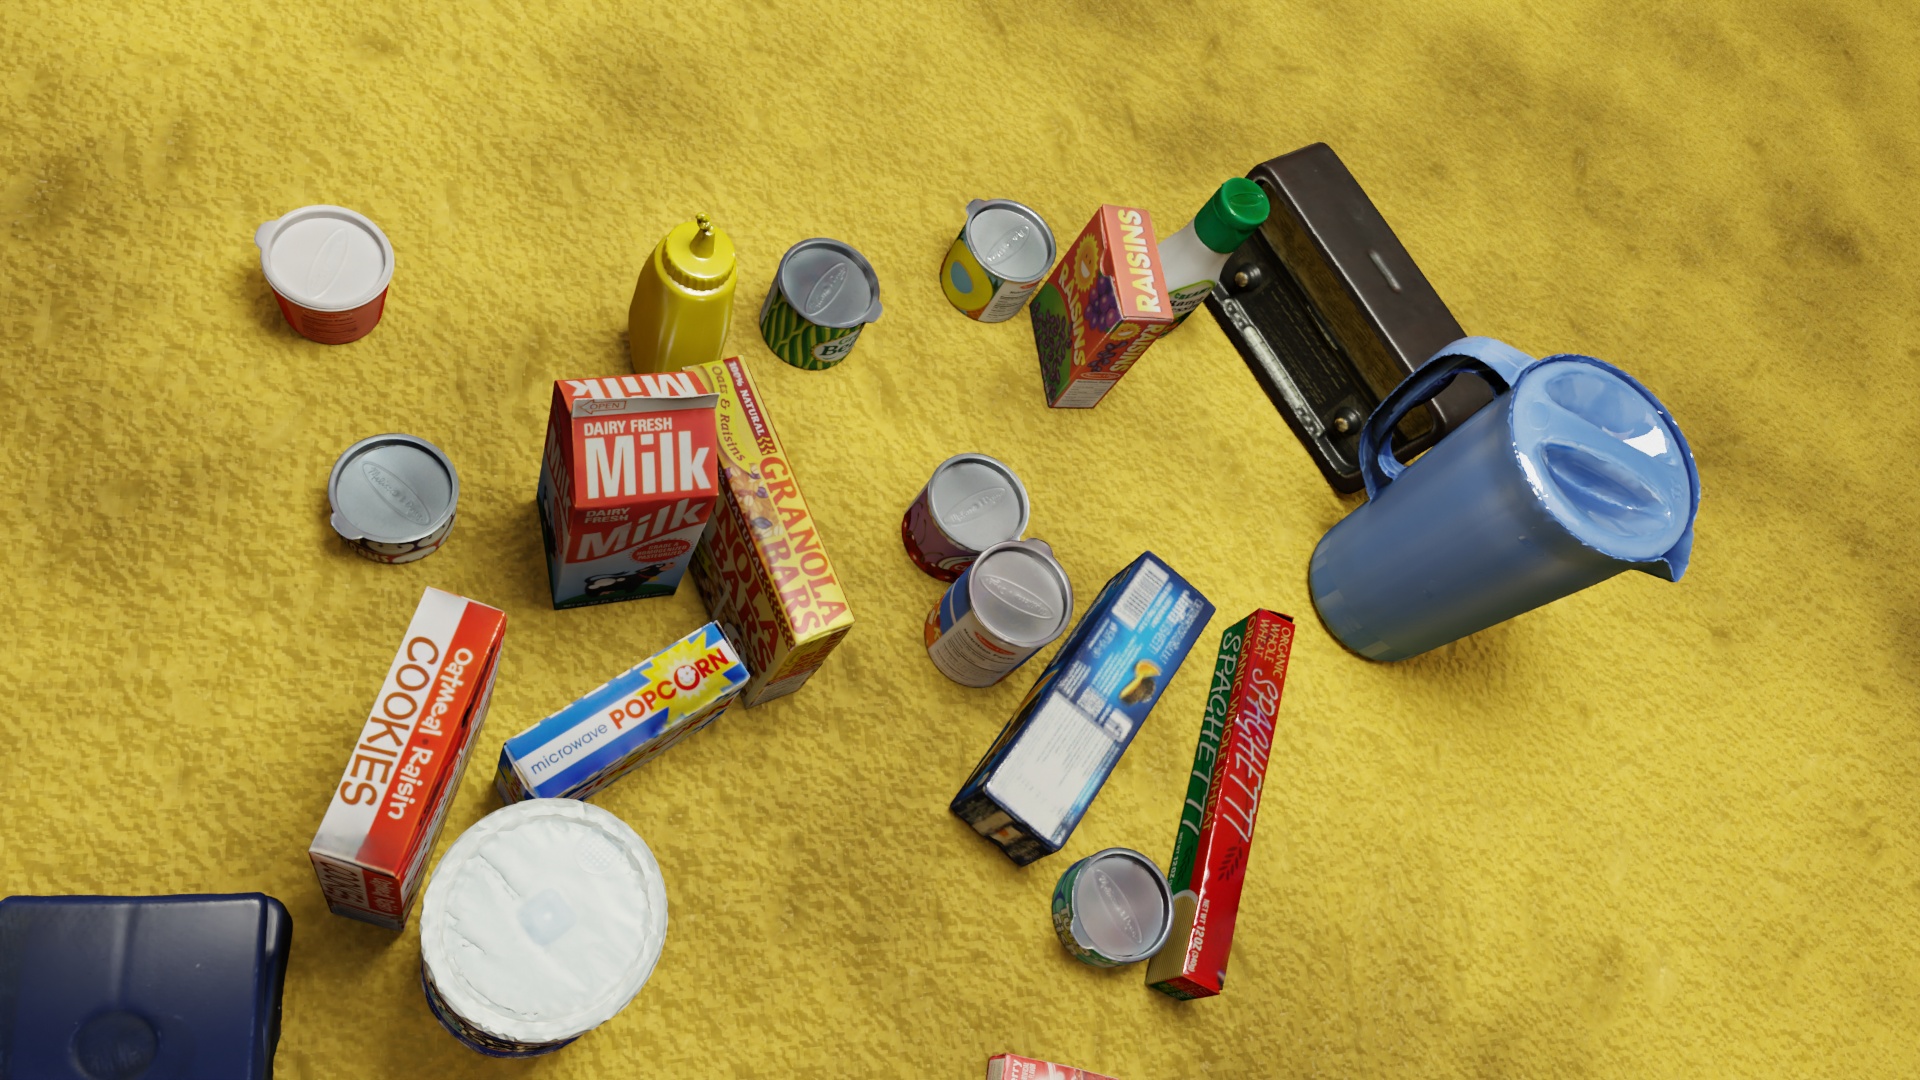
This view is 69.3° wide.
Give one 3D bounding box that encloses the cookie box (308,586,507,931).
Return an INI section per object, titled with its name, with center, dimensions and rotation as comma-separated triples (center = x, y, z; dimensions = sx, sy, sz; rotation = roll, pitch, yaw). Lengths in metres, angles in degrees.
[cookie box]
center = -0.256, 0.108, 0.653
dimensions = 0.040, 0.166, 0.123
rotation = 20, 62, -13

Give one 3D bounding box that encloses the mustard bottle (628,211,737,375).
[mustard bottle]
center = -0.158, -0.140, 0.806
dimensions = 0.049, 0.159, 0.065
rotation = -13, 73, -26

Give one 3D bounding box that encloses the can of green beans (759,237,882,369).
[can of green beans]
center = -0.092, -0.152, 0.897
dimensions = 0.071, 0.057, 0.071
rotation = 8, 65, -18

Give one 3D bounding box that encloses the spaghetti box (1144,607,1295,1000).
[spaghetti box]
center = 0.164, 0.157, 0.864
dimensions = 0.029, 0.050, 0.251
rotation = 25, 61, -10

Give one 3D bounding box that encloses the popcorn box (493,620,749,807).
[popcorn box]
center = -0.180, 0.100, 0.734
dimensions = 0.127, 0.085, 0.038
rotation = -31, 82, -30

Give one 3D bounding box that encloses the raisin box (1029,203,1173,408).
[raisin box]
center = 0.091, -0.154, 0.932
dimensions = 0.040, 0.123, 0.086
rotation = 1, 68, -21

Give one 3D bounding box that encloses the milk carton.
[milk carton]
center = -0.177, -0.032, 0.733
dimensions = 0.072, 0.189, 0.073
rotation = -6, 70, -24

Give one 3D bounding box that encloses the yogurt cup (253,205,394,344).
[yogurt cup]
center = -0.359, -0.148, 0.792
dimensions = 0.072, 0.053, 0.072
rotation = 8, 65, -18

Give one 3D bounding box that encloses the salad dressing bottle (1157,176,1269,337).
[salad dressing bottle]
center = 0.160, -0.194, 0.963
dimensions = 0.064, 0.147, 0.044
rotation = -11, 72, -25

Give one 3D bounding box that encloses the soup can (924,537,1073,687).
[soup can]
center = 0.023, 0.044, 0.840
dimensions = 0.071, 0.083, 0.071
rotation = 8, 65, -18

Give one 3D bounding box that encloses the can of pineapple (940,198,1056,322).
[can of pineapple]
center = 0.024, -0.194, 0.962
dimensions = 0.071, 0.057, 0.071
rotation = 8, 65, -18

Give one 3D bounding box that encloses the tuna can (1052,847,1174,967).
[tuna can]
center = 0.087, 0.218, 0.817
dimensions = 0.071, 0.032, 0.071
rotation = 8, 65, -18

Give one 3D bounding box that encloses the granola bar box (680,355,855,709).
[granola bar box]
center = -0.121, -0.002, 0.781
dimensions = 0.039, 0.123, 0.166
rotation = -17, 75, -27

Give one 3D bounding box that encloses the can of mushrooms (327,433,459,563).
[can of mushrooms]
center = -0.314, -0.022, 0.765
dimensions = 0.071, 0.033, 0.071
rotation = 8, 65, -18

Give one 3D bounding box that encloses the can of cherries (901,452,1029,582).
[can of cherries]
center = 0.003, -0.011, 0.871
dimensions = 0.071, 0.058, 0.072
rotation = 8, 65, -18
